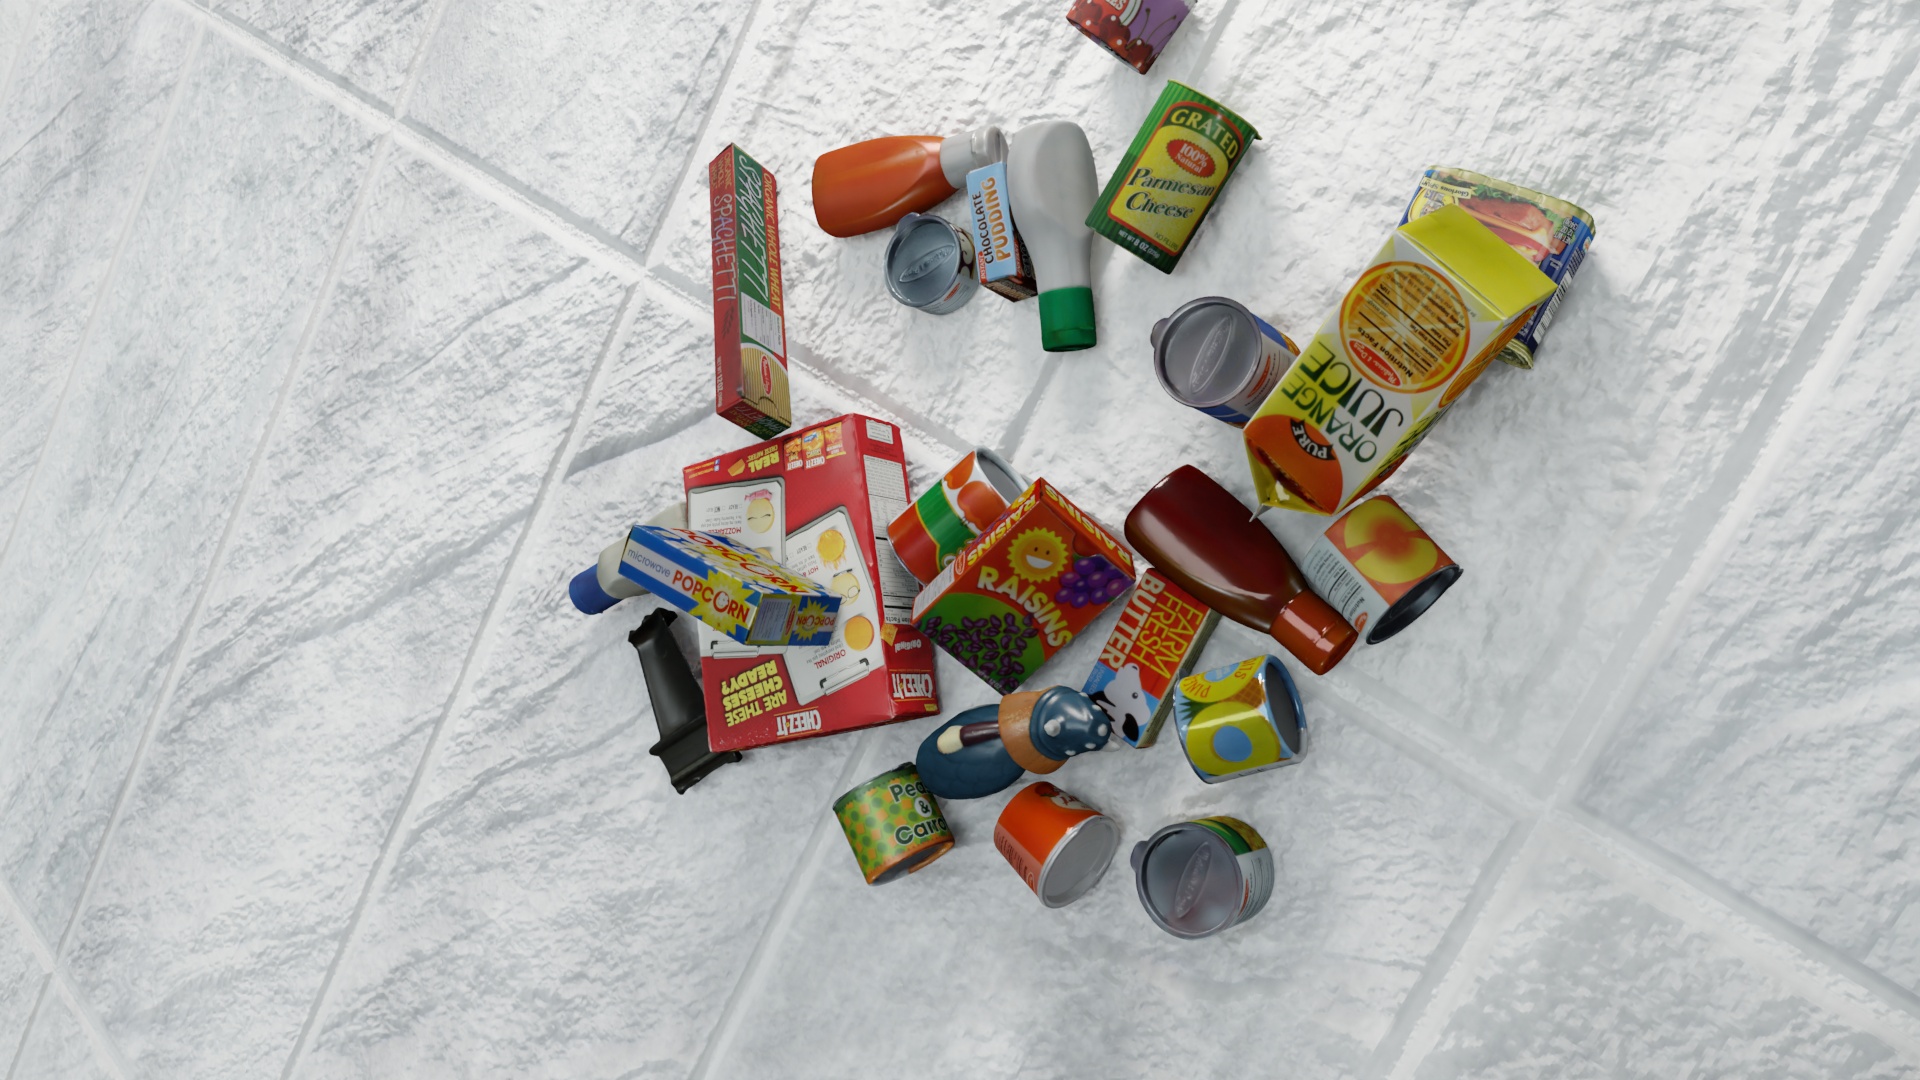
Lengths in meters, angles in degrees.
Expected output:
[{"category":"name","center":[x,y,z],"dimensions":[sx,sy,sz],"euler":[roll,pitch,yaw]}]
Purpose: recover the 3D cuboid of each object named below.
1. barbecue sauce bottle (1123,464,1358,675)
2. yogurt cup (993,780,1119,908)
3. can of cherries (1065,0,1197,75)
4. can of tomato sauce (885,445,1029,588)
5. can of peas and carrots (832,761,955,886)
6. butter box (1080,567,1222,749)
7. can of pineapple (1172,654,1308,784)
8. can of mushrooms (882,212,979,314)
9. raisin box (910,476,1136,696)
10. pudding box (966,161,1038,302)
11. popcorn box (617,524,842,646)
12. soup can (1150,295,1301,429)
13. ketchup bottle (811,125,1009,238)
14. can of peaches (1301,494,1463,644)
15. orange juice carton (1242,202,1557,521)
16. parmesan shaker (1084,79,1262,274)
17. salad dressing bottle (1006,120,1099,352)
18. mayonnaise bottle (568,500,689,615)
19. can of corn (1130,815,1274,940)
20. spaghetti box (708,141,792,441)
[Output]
[{"category":"barbecue sauce bottle","center":[0.170,0.020,0.835],"dimensions":[0.065,0.043,0.149],"euler":[-41,63,-12]},{"category":"yogurt cup","center":[0.058,0.189,0.877],"dimensions":[0.054,0.072,0.072],"euler":[35,103,38]},{"category":"can of cherries","center":[0.109,-0.347,0.904],"dimensions":[0.071,0.071,0.058],"euler":[45,108,27]},{"category":"can of tomato sauce","center":[0.003,-0.012,0.932],"dimensions":[0.083,0.071,0.071],"euler":[-41,65,20]},{"category":"can of peas and carrots","center":[-0.043,0.191,0.936],"dimensions":[0.070,0.071,0.059],"euler":[-37,68,23]},{"category":"butter box","center":[0.119,0.074,0.875],"dimensions":[0.053,0.024,0.103],"euler":[32,101,30]},{"category":"can of pineapple","center":[0.165,0.104,0.818],"dimensions":[0.057,0.071,0.071],"euler":[-20,74,27]},{"category":"can of mushrooms","center":[-0.020,-0.197,0.988],"dimensions":[0.071,0.033,0.071],"euler":[-4,83,32]},{"category":"raisin box","center":[0.040,0.031,0.894],"dimensions":[0.086,0.040,0.123],"euler":[40,110,-16]},{"category":"pudding box","center":[0.031,-0.210,0.949],"dimensions":[0.030,0.050,0.084],"euler":[-12,78,29]},{"category":"popcorn box","center":[-0.154,0.030,0.928],"dimensions":[0.127,0.085,0.038],"euler":[25,99,31]},{"category":"soup can","center":[0.161,-0.106,0.836],"dimensions":[0.071,0.084,0.071],"euler":[-4,82,31]},{"category":"ketchup bottle","center":[-0.037,-0.263,1.000],"dimensions":[0.148,0.043,0.065],"euler":[-6,81,31]},{"category":"can of peaches","center":[0.238,0.015,0.786],"dimensions":[0.071,0.071,0.058],"euler":[-47,63,18]},{"category":"orange juice carton","center":[0.224,-0.082,0.757],"dimensions":[0.073,0.072,0.191],"euler":[46,135,16]},{"category":"parmesan shaker","center":[0.135,-0.227,0.879],"dimensions":[0.071,0.071,0.103],"euler":[38,105,29]},{"category":"salad dressing bottle","center":[0.065,-0.200,0.923],"dimensions":[0.044,0.064,0.147],"euler":[-8,87,54]},{"category":"mayonnaise bottle","center":[-0.247,0.016,1.087],"dimensions":[0.147,0.065,0.041],"euler":[-27,68,30]},{"category":"can of corn","center":[0.144,0.198,0.825],"dimensions":[0.071,0.058,0.071],"euler":[-4,83,31]},{"category":"spaghetti box","center":[-0.156,-0.187,1.022],"dimensions":[0.028,0.050,0.251],"euler":[-27,54,28]}]
